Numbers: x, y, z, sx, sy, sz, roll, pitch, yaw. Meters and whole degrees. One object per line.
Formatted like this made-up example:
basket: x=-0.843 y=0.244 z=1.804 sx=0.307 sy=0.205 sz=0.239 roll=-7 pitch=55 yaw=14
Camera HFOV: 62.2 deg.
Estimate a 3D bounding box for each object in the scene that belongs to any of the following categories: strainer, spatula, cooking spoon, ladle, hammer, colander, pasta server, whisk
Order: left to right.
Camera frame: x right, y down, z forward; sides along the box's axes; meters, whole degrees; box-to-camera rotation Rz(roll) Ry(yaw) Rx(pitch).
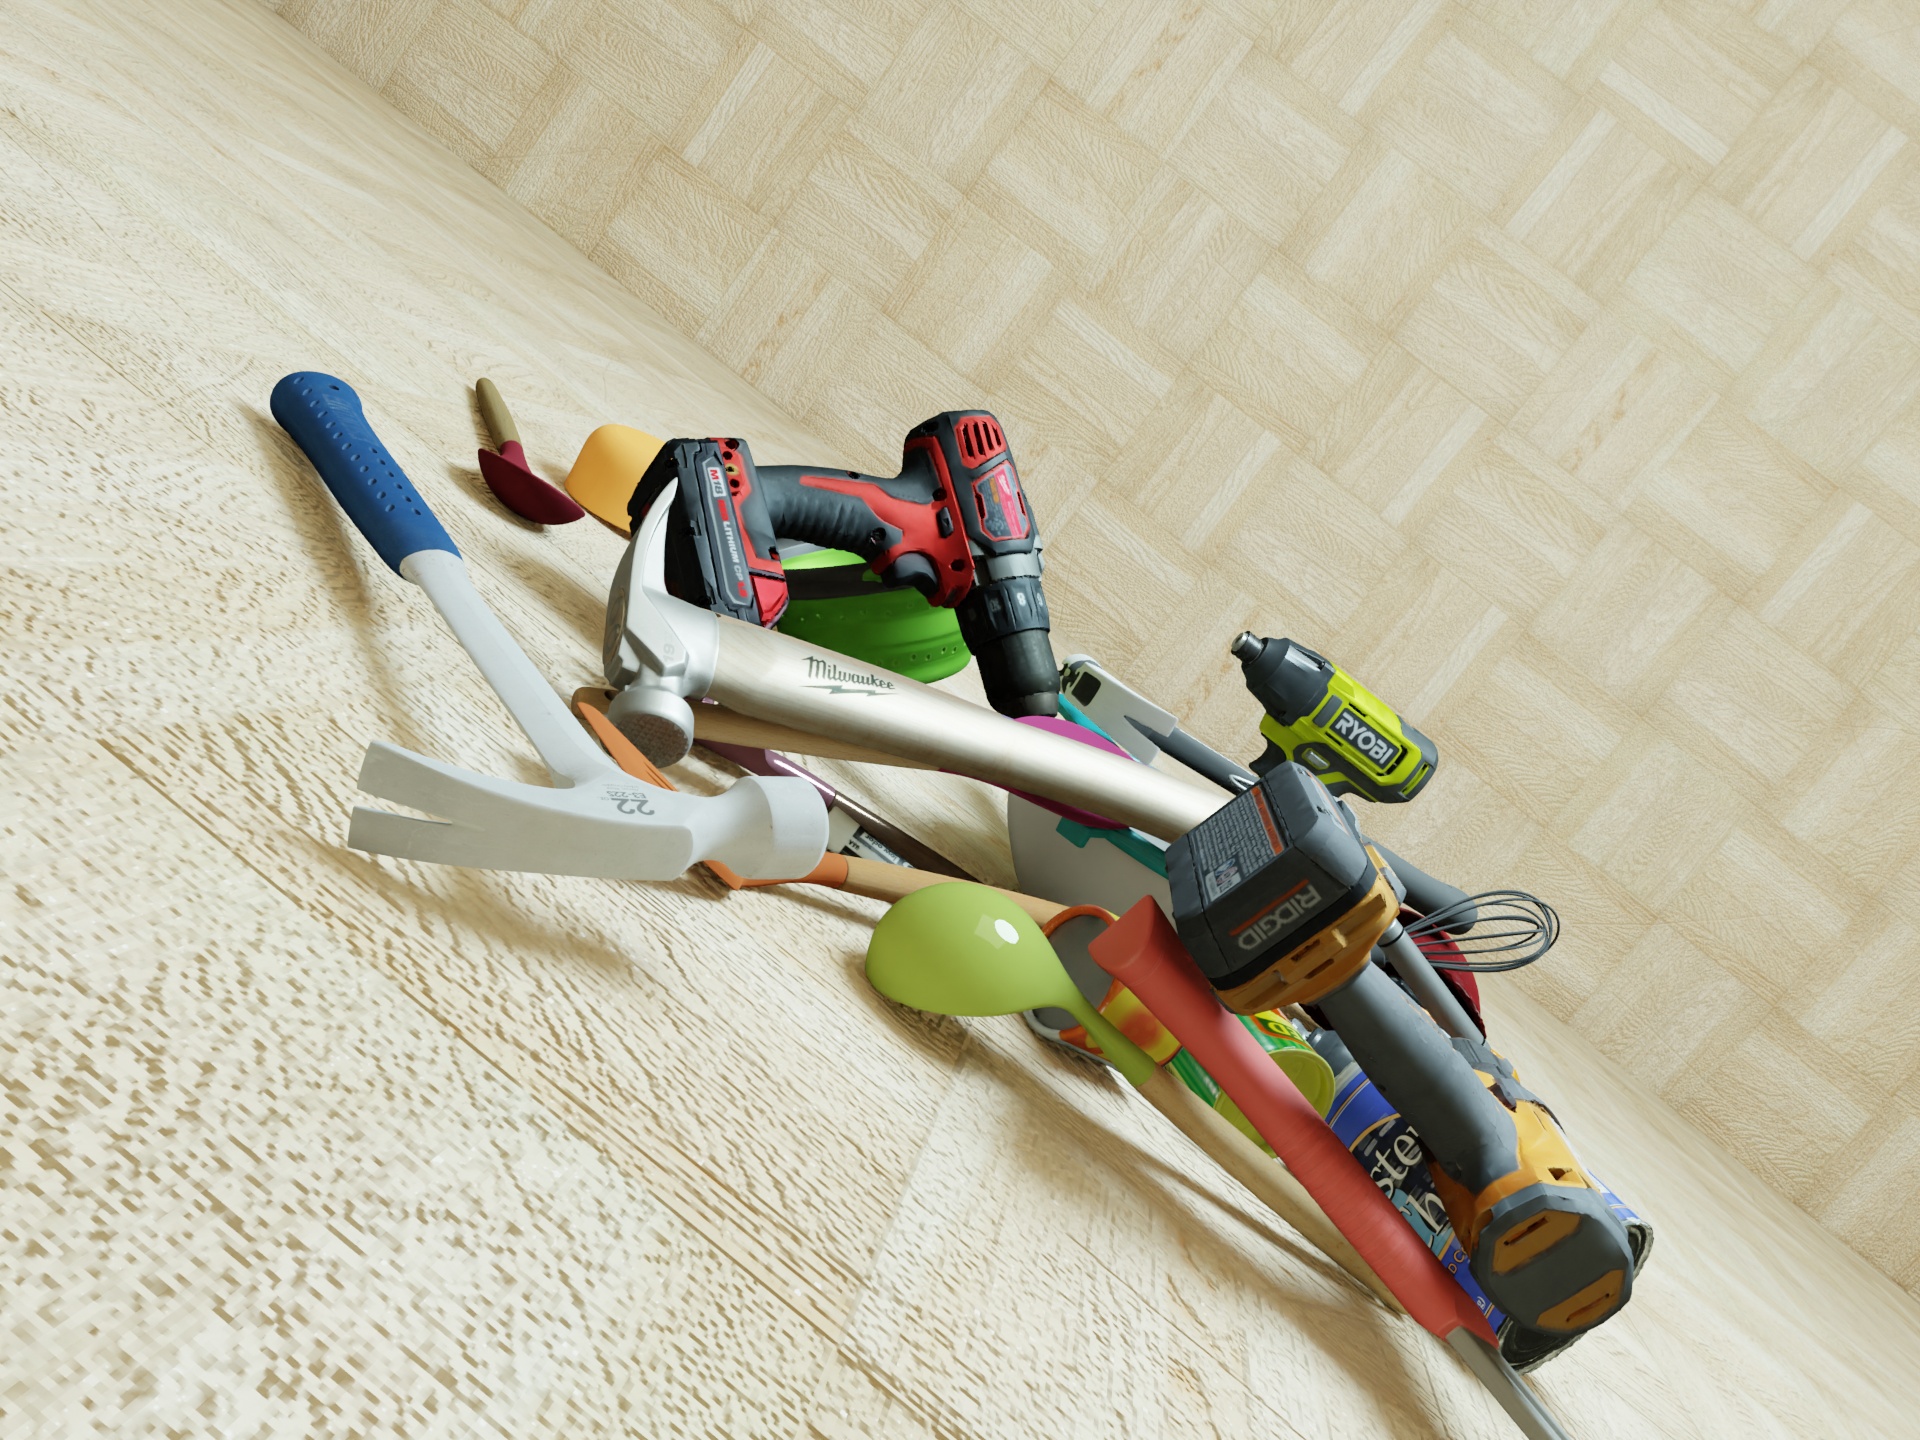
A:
hammer: x=-0.206 y=-0.056 z=0.613 sx=0.144 sy=0.035 sz=0.406 roll=4 pitch=26 yaw=-39
ladle: x=-0.291 y=-0.181 z=1.017 sx=0.069 sy=0.031 sz=0.316 roll=36 pitch=7 yaw=-31
colander: x=-0.090 y=-0.087 z=1.125 sx=0.204 sy=0.094 sz=0.397 roll=-15 pitch=16 yaw=-25
pasta server: x=-0.042 y=0.048 z=0.803 sx=0.316 sy=0.040 sz=0.060 roll=35 pitch=-2 yaw=-22
spatula: x=-0.032 y=0.063 z=0.696 sx=0.322 sy=0.041 sz=0.081 roll=19 pitch=19 yaw=-46
cooking spoon: x=-0.033 y=0.014 z=0.766 sx=0.318 sy=0.017 sz=0.069 roll=10 pitch=49 yaw=-33
spatula: x=-0.001 y=-0.003 z=0.831 sx=0.315 sy=0.018 sz=0.060 roll=20 pitch=21 yaw=-29
hammer: x=0.025 y=0.009 z=0.775 sx=0.410 sy=0.038 sz=0.146 roll=19 pitch=45 yaw=-26
strainer: x=0.090 y=0.072 z=0.994 sx=0.211 sy=0.095 sz=0.341 roll=26 pitch=12 yaw=-19
ladle: x=0.088 y=0.177 z=0.692 sx=0.320 sy=0.062 sz=0.078 roll=42 pitch=5 yaw=-18
hammer: x=0.218 y=0.060 z=1.068 sx=0.334 sy=0.035 sz=0.146 roll=30 pitch=7 yaw=-18
whisk: x=0.281 y=0.153 z=1.068 sx=0.055 sy=0.239 sz=0.055 roll=-11 pitch=91 yaw=-86
strainer: x=0.258 y=0.122 z=0.976 sx=0.258 sy=0.050 sz=0.087 roll=52 pitch=17 yaw=-9
hammer: x=0.183 y=0.220 z=0.654 sx=0.359 sy=0.036 sz=0.149 roll=50 pitch=12 yaw=14

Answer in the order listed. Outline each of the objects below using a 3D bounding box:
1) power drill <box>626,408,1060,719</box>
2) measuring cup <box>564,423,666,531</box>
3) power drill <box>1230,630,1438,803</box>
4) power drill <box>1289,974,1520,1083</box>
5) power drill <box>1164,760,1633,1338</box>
power drill: x=-0.051 y=-0.075 z=0.871 sx=0.226 sy=0.080 sz=0.188 roll=-9 pitch=78 yaw=-30
measuring cup: x=-0.202 y=-0.169 z=1.124 sx=0.095 sy=0.052 sz=0.173 roll=35 pitch=19 yaw=18
power drill: x=0.214 y=0.057 z=1.159 sx=0.171 sy=0.223 sz=0.080 roll=36 pitch=9 yaw=-12
power drill: x=0.279 y=0.232 z=1.013 sx=0.164 sy=0.084 sz=0.226 roll=38 pitch=12 yaw=14
power drill: x=0.184 y=0.128 z=0.682 sx=0.226 sy=0.084 sz=0.185 roll=51 pitch=12 yaw=-7
